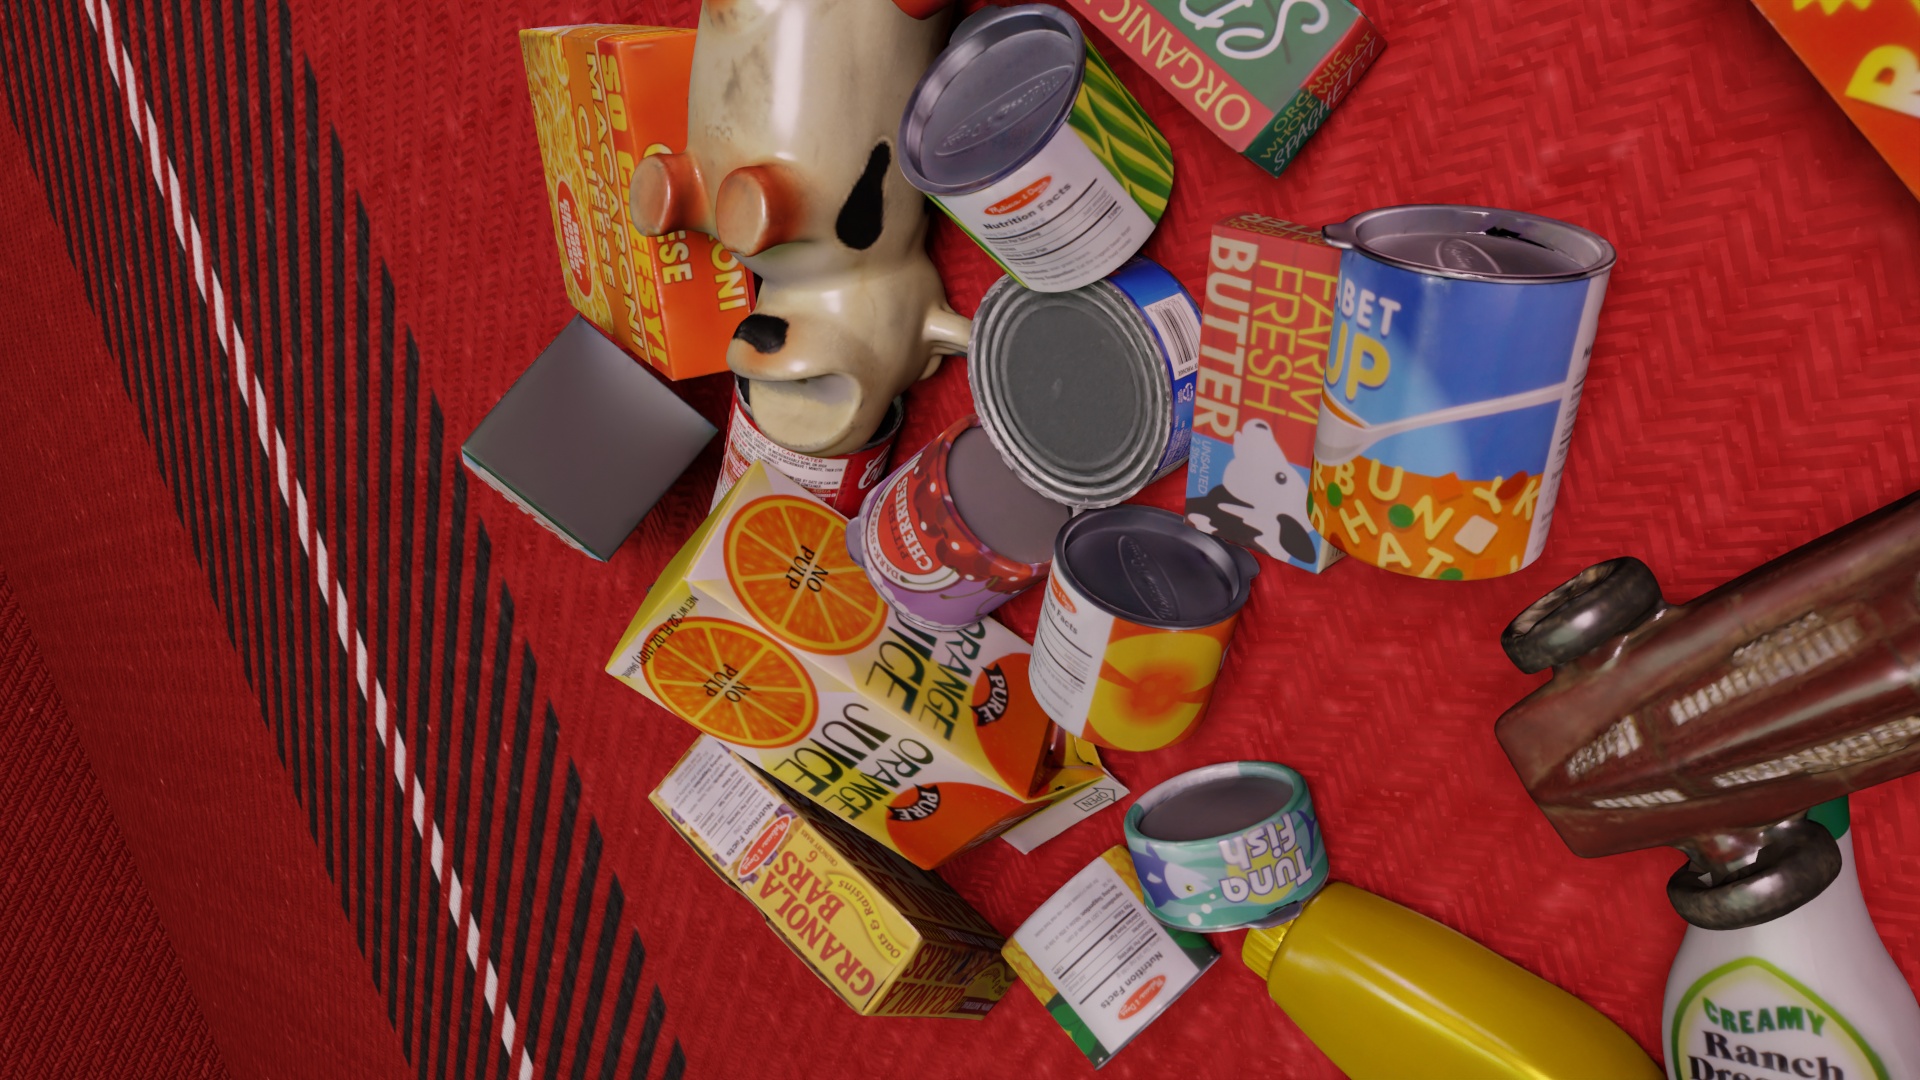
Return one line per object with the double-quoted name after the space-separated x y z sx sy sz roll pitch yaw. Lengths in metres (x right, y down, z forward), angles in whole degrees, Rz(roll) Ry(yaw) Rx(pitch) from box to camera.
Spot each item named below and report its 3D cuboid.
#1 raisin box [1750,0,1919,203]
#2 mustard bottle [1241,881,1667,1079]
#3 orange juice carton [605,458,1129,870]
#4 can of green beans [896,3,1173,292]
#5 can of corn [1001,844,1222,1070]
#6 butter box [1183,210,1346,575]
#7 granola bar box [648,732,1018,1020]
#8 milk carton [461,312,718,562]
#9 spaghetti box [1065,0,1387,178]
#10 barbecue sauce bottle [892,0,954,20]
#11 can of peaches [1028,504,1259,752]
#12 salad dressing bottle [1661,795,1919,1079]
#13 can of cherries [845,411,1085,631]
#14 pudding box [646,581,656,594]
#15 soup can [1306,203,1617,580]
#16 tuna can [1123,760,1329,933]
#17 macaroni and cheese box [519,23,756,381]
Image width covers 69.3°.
0.214 -0.115 0.269 0.123 0.040 0.085 55 139 7 "raisin box"
0.147 0.154 0.466 0.160 0.049 0.065 32 130 32 "mustard bottle"
-0.029 0.061 0.542 0.192 0.073 0.071 35 131 -13 "orange juice carton"
0.024 -0.118 0.425 0.071 0.057 0.071 -17 58 30 "can of green beans"
0.059 0.164 0.550 0.058 0.071 0.070 47 136 18 "can of corn"
0.100 -0.046 0.430 0.053 0.024 0.103 22 125 36 "butter box"
-0.046 0.147 0.590 0.124 0.039 0.165 38 175 25 "granola bar box"
-0.174 -0.041 0.629 0.073 0.072 0.190 41 168 -15 "milk carton"
0.019 -0.208 0.416 0.250 0.029 0.050 48 113 17 "spaghetti box"
0.040 -0.192 0.364 0.148 0.044 0.065 -24 84 26 "barbecue sauce bottle"
0.062 0.030 0.478 0.071 0.071 0.057 34 132 29 "can of peaches"
0.220 0.108 0.373 0.064 0.044 0.147 -1 107 45 "salad dressing bottle"
0.002 -0.006 0.514 0.058 0.072 0.071 -35 84 48 "can of cherries"
-0.108 0.038 0.642 0.030 0.083 0.050 -36 79 3 "pudding box"
0.128 -0.041 0.372 0.071 0.072 0.083 24 126 36 "soup can"
0.092 0.105 0.481 0.071 0.071 0.032 -6 105 46 "tuna can"
-0.133 -0.145 0.566 0.167 0.040 0.123 34 134 56 "macaroni and cheese box"
